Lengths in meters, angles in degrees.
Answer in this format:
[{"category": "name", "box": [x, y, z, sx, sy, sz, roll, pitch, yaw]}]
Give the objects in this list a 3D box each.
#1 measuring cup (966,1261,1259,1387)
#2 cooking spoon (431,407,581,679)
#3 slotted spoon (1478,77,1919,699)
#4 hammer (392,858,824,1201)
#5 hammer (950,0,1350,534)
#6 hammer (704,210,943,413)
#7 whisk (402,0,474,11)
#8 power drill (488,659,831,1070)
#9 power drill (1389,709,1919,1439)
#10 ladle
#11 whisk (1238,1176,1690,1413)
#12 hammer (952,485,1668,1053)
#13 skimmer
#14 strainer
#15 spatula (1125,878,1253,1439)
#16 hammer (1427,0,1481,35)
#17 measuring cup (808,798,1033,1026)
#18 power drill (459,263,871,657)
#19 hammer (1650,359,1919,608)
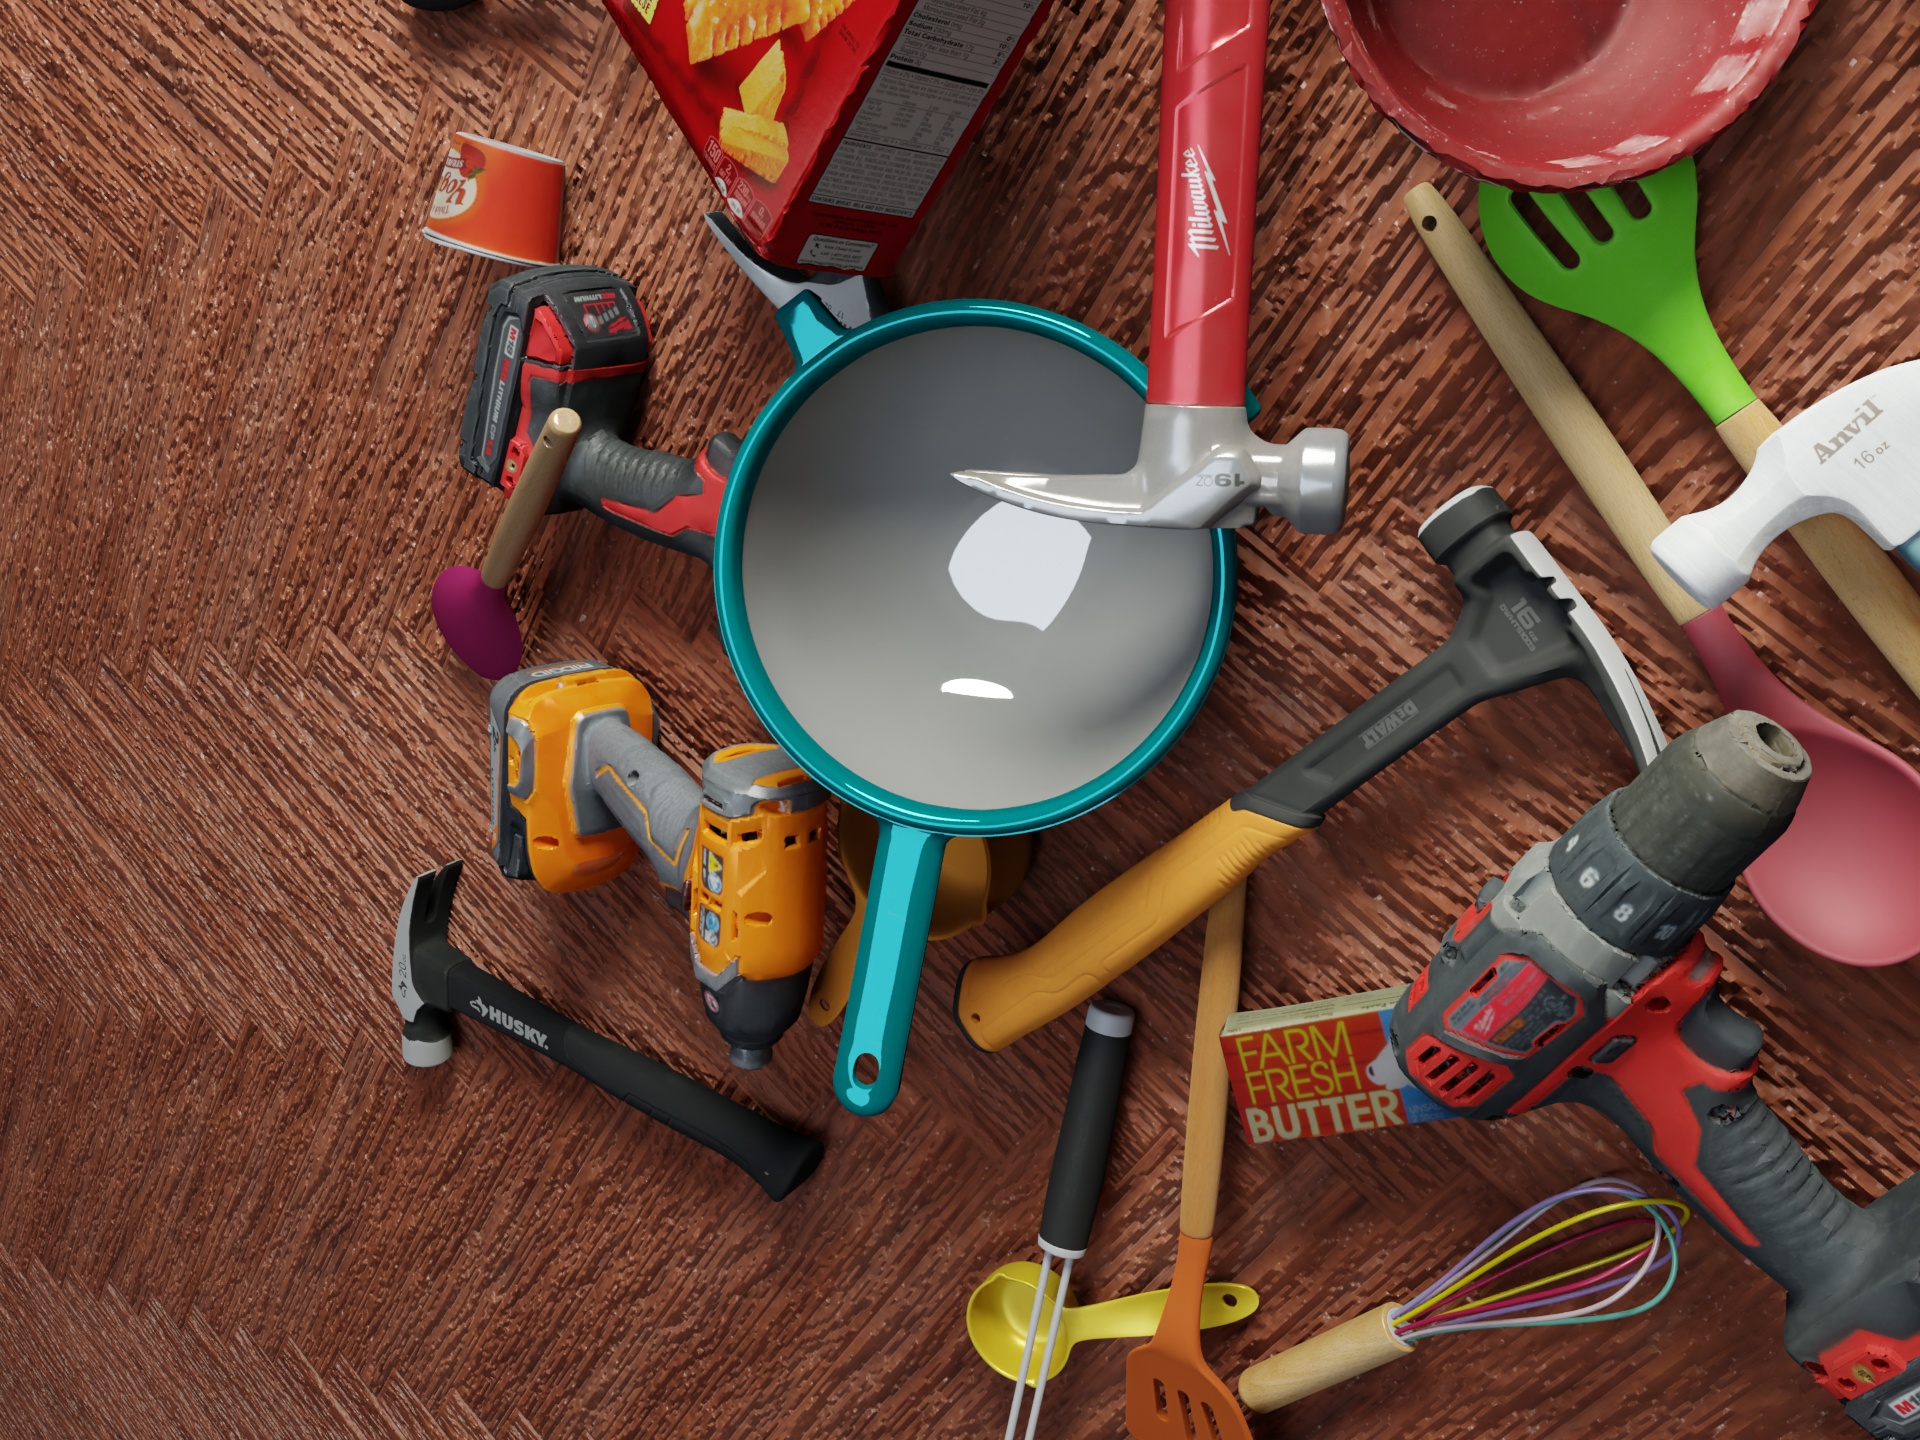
[{"category": "measuring cup", "box": [0.077, 0.290, 0.788, 0.156, 0.029, 0.062, -18, 93, 25]}, {"category": "cooking spoon", "box": [-0.234, -0.083, 0.813, 0.069, 0.017, 0.319, 50, 150, -4]}, {"category": "slotted spoon", "box": [0.277, -0.083, 0.531, 0.070, 0.031, 0.314, -38, 83, 33]}, {"category": "hammer", "box": [-0.220, 0.196, 0.951, 0.335, 0.035, 0.146, 19, 115, 29]}, {"category": "hammer", "box": [0.073, -0.260, 0.542, 0.143, 0.038, 0.386, 5, 103, 14]}, {"category": "hammer", "box": [-0.011, -0.333, 0.619, 0.149, 0.036, 0.408, 35, 128, 24]}, {"category": "whisk", "box": [-0.181, -0.359, 0.747, 0.285, 0.070, 0.070, 14, 112, 36]}, {"category": "power drill", "box": [-0.153, 0.070, 0.814, 0.227, 0.084, 0.164, 24, 117, 41]}, {"category": "power drill", "box": [0.278, 0.117, 0.531, 0.227, 0.080, 0.187, 39, 132, 13]}, {"category": "ladle", "box": [0.244, -0.058, 0.561, 0.069, 0.031, 0.315, -36, 80, 40]}, {"category": "whisk", "box": [0.206, 0.252, 0.674, 0.245, 0.047, 0.051, -46, 65, 39]}, {"category": "hammer", "box": [0.118, 0.056, 0.656, 0.337, 0.034, 0.127, -41, 71, 32]}, {"category": "skimmer", "box": [0.033, 0.313, 0.742, 0.127, 0.090, 0.363, 12, 100, 8]}, {"category": "strainer", "box": [-0.001, -0.002, 0.678, 0.211, 0.095, 0.340, 14, 102, 11]}, {"category": "spatula", "box": [0.113, 0.205, 0.719, 0.081, 0.041, 0.322, 11, 102, 38]}, {"category": "hammer", "box": [0.058, -0.407, 0.577, 0.146, 0.038, 0.411, -36, 83, 38]}, {"category": "measuring cup", "box": [-0.026, 0.085, 0.775, 0.095, 0.052, 0.173, 42, 126, 18]}, {"category": "power drill", "box": [-0.132, -0.129, 0.770, 0.220, 0.078, 0.143, 34, 122, 18]}, {"category": "hammer", "box": [0.377, 0.021, 0.476, 0.331, 0.033, 0.128, 47, 109, 9]}]
